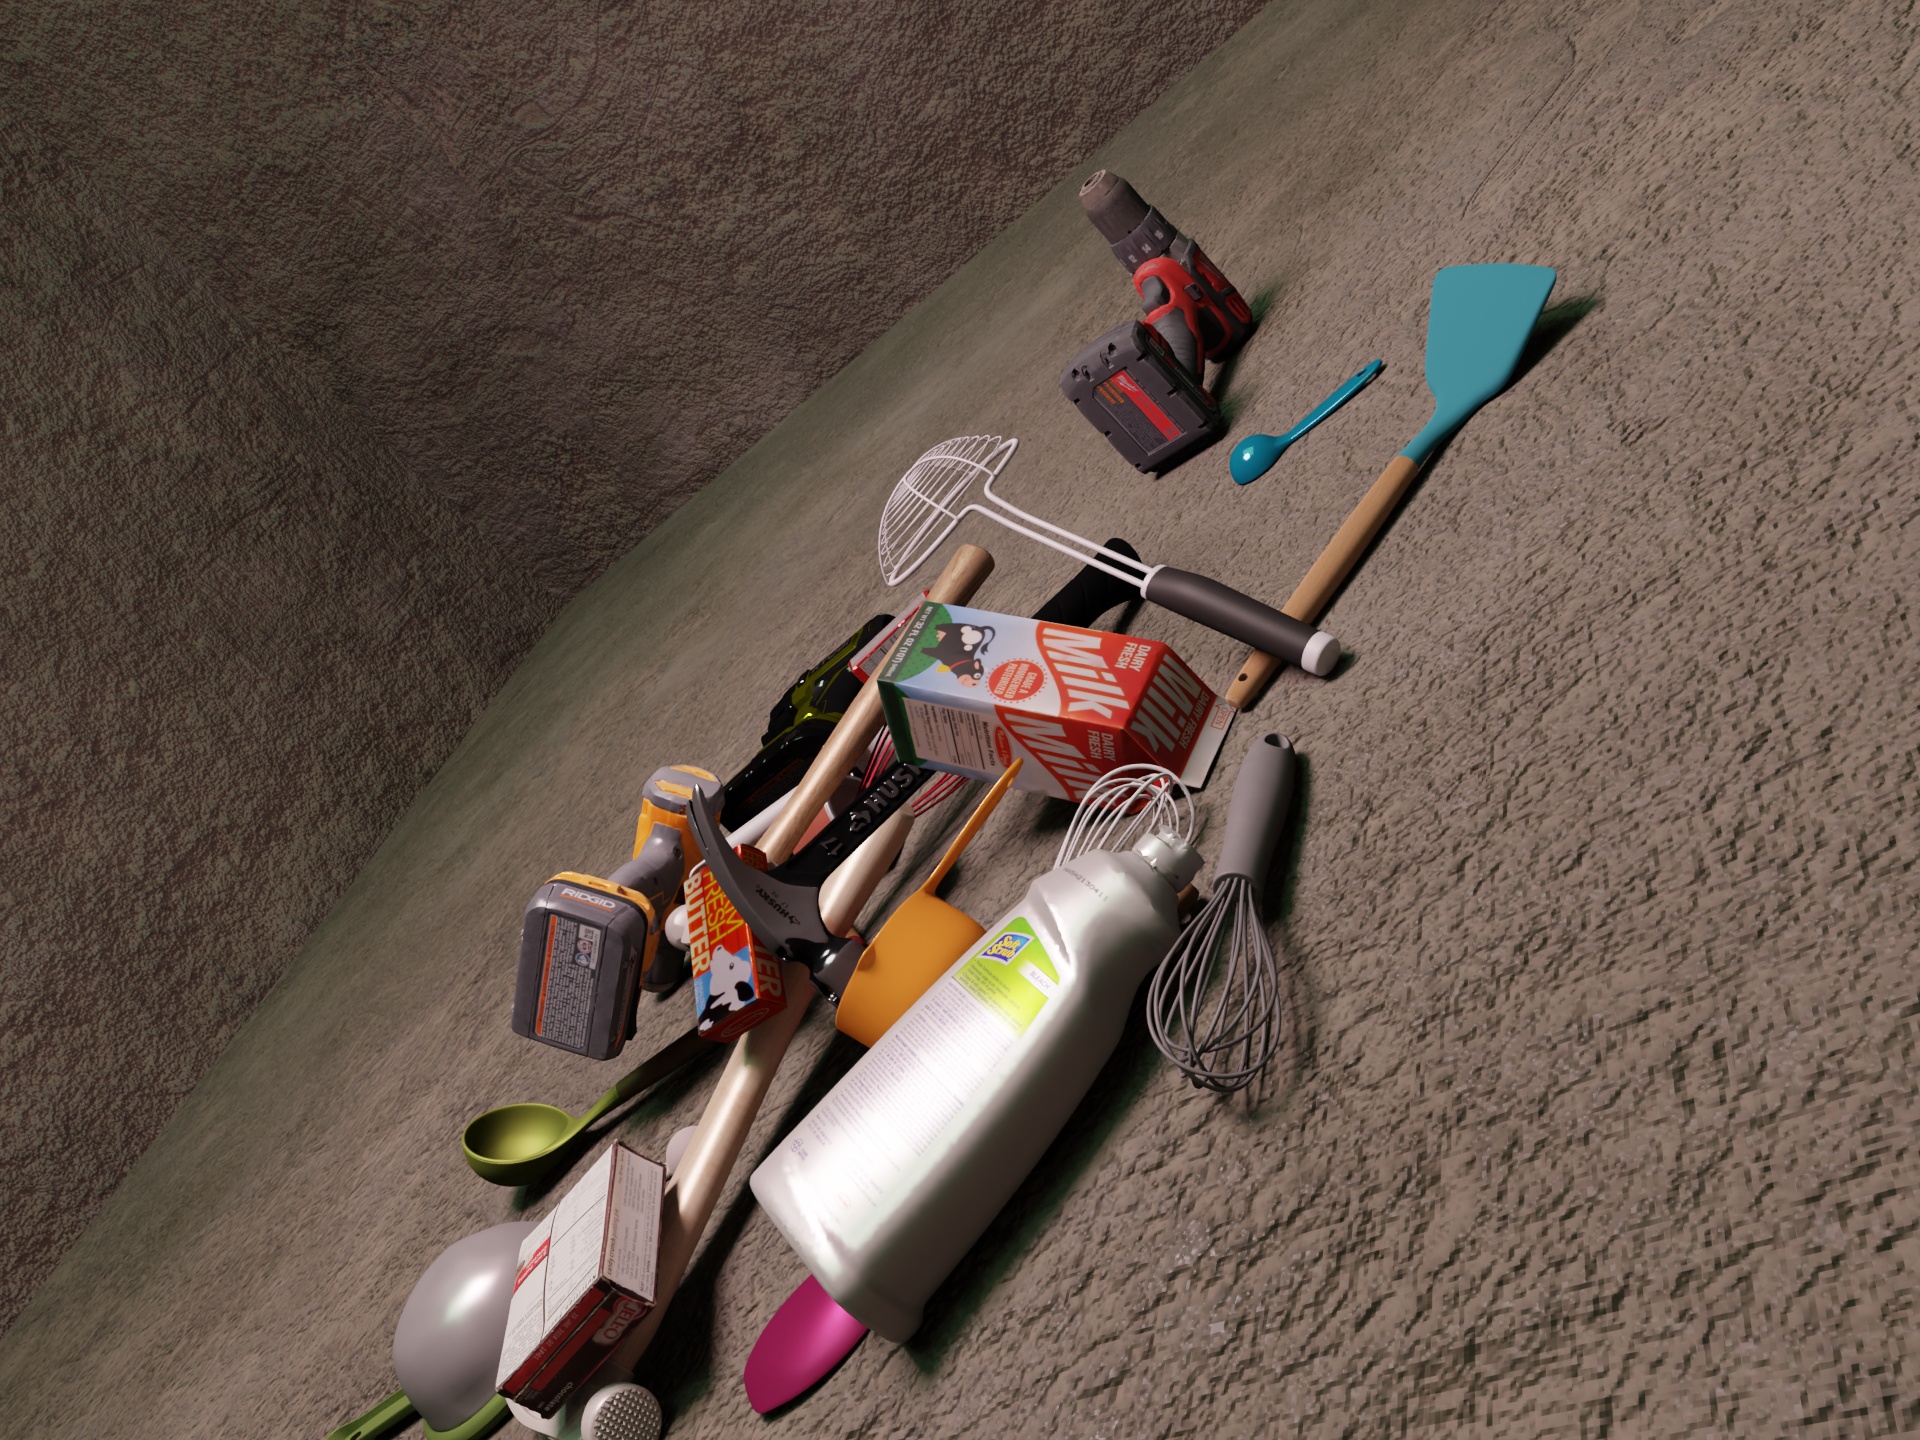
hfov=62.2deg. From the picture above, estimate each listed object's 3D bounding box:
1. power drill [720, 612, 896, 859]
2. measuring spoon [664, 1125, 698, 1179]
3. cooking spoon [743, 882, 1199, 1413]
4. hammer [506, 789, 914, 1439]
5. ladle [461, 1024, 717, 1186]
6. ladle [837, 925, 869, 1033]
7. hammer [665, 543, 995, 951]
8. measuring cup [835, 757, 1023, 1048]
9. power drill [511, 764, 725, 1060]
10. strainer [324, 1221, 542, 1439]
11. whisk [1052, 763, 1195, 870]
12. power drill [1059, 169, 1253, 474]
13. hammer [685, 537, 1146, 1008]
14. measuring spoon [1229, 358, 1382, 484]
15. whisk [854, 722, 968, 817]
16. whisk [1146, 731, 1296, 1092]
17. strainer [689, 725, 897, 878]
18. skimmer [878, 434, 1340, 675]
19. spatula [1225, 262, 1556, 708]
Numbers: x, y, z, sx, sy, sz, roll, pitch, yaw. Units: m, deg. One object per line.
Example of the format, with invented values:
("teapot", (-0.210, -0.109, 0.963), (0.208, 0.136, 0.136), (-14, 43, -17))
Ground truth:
("power drill", (-0.122, 0.016, 1.321), (0.171, 0.080, 0.223), (-37, 17, 24))
("measuring spoon", (-0.205, 0.291, 1.010), (0.124, 0.018, 0.034), (-38, 21, 25))
("cooking spoon", (0.006, 0.197, 0.758), (0.319, 0.017, 0.069), (-48, 21, -5))
("hammer", (-0.131, 0.213, 0.923), (0.146, 0.038, 0.411), (-21, 36, 53))
("ladle", (-0.225, 0.237, 1.109), (0.320, 0.062, 0.078), (-36, 7, 20))
("ladle", (-0.078, 0.141, 1.039), (0.069, 0.031, 0.315), (-47, 17, -5))
("hammer", (-0.074, 0.015, 1.041), (0.331, 0.031, 0.130), (-56, 19, -19))
("measuring cup", (0.003, 0.104, 0.842), (0.173, 0.052, 0.095), (-56, -14, -3))
("power drill", (-0.239, 0.154, 1.145), (0.226, 0.084, 0.185), (-61, -14, -66))
("strainer", (-0.339, 0.393, 0.999), (0.256, 0.069, 0.152), (-38, 22, 20))
("whisk", (0.038, 0.124, 0.811), (0.246, 0.059, 0.057), (-53, -17, -10))
("power drill", (0.150, -0.330, 1.288), (0.080, 0.187, 0.227), (-28, 30, 40))
("hammer", (-0.002, -0.003, 1.003), (0.409, 0.149, 0.036), (-44, -7, -37))
("measuring spoon", (0.237, -0.214, 1.110), (0.128, 0.021, 0.042), (-39, 20, 22))
("whisk", (-0.068, 0.076, 1.049), (0.296, 0.073, 0.073), (-51, 19, -20))
("whisk", (0.128, 0.076, 0.716), (0.055, 0.055, 0.239), (-32, 18, 35))
("strainer", (-0.093, 0.043, 1.163), (0.258, 0.086, 0.050), (-37, 50, -24))
("skimmer", (0.082, -0.089, 0.970), (0.364, 0.090, 0.127), (29, 76, 38))
("spatula", (0.238, -0.137, 0.916), (0.082, 0.044, 0.317), (20, 67, 48))
